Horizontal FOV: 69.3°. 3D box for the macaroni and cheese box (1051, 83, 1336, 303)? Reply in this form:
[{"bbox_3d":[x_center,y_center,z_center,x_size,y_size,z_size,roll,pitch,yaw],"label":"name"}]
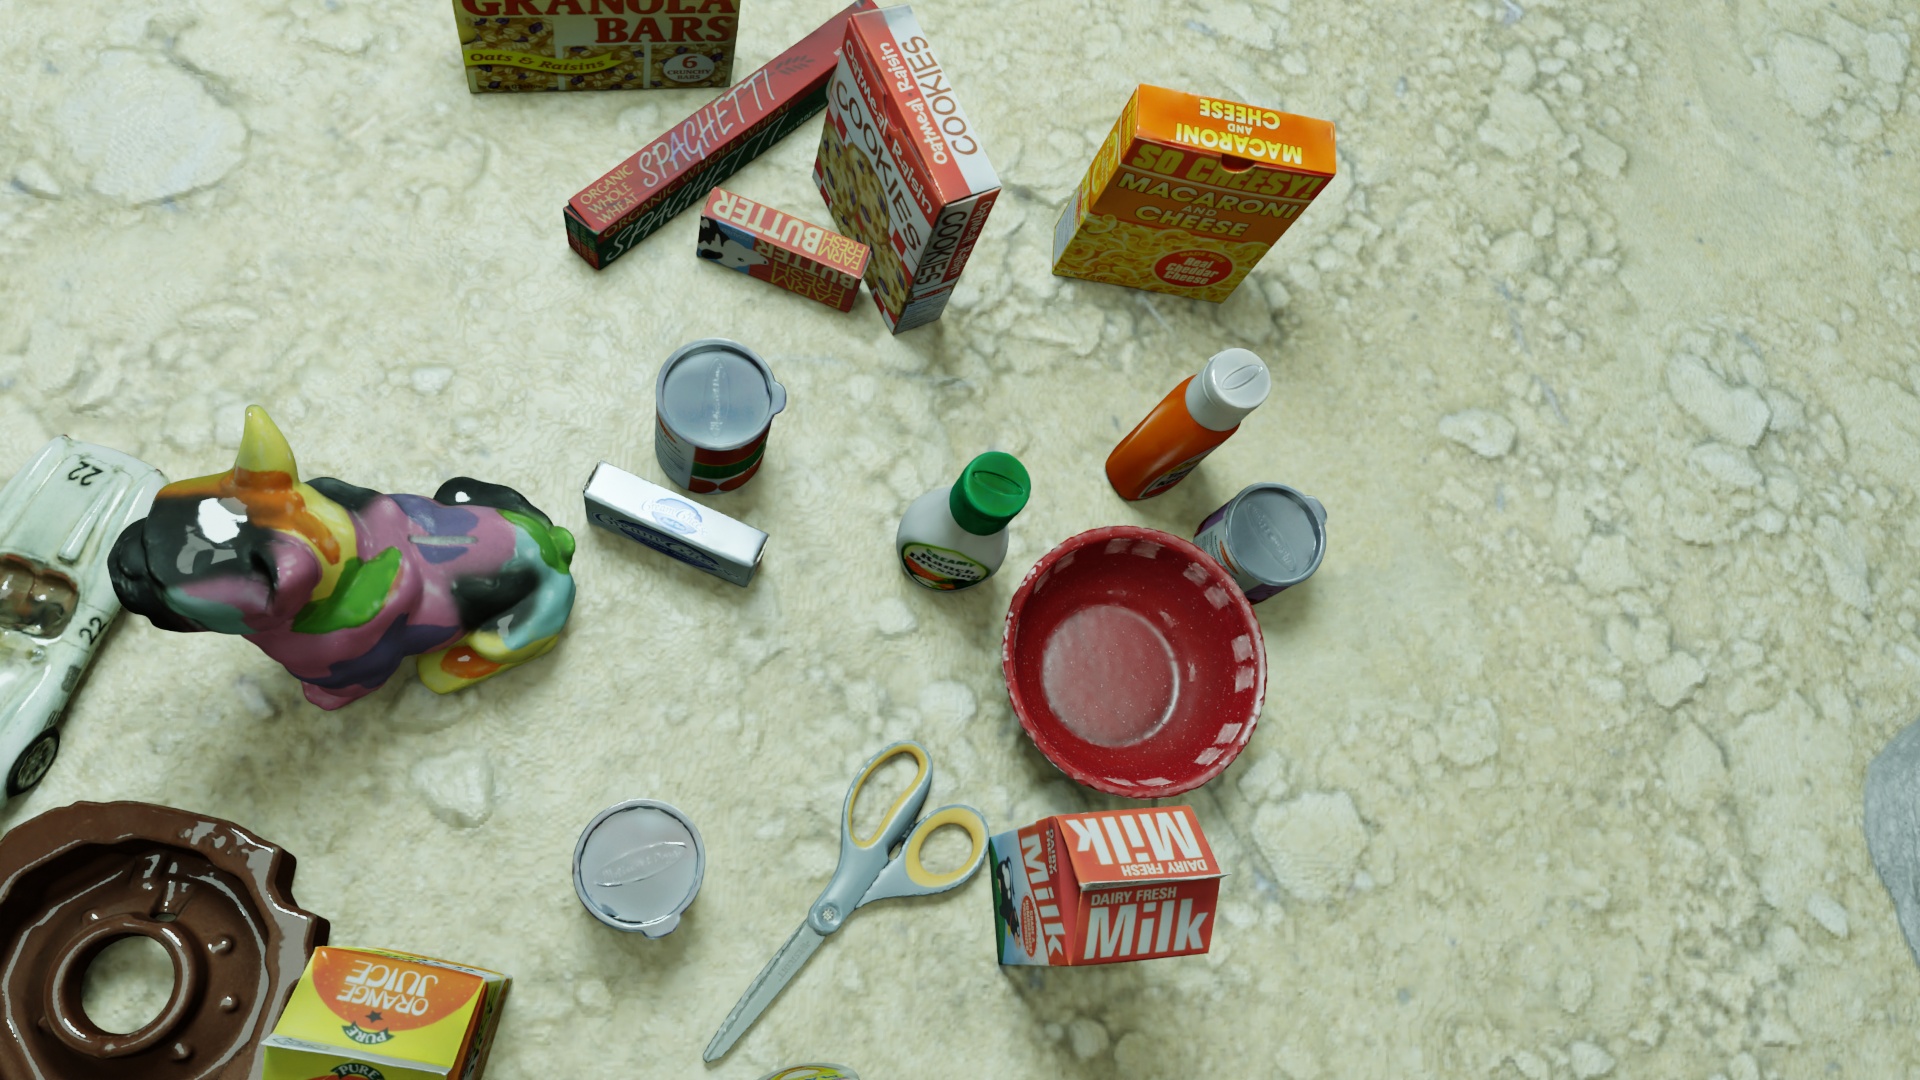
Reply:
[{"bbox_3d":[0.140,-0.209,0.863,0.124,0.166,0.040,7,72,-11],"label":"macaroni and cheese box"}]

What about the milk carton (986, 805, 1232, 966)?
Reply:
[{"bbox_3d":[0.071,0.179,0.714,0.072,0.190,0.073,-1,74,-14],"label":"milk carton"}]

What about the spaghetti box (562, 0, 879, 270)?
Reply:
[{"bbox_3d":[-0.143,-0.258,0.874,0.029,0.050,0.251,46,69,3],"label":"spaghetti box"}]

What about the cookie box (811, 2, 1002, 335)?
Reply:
[{"bbox_3d":[-0.037,-0.213,0.822,0.040,0.167,0.123,-23,80,-18],"label":"cookie box"}]

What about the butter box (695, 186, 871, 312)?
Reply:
[{"bbox_3d":[-0.109,-0.178,0.855,0.103,0.053,0.024,20,70,-7],"label":"butter box"}]

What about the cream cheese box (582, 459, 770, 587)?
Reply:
[{"bbox_3d":[-0.162,-0.008,0.790,0.104,0.053,0.024,24,70,-5],"label":"cream cheese box"}]

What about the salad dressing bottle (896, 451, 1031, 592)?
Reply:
[{"bbox_3d":[0.003,-0.010,0.779,0.064,0.147,0.044,21,70,-7],"label":"salad dressing bottle"}]

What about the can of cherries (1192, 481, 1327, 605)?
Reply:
[{"bbox_3d":[0.187,0.003,0.867,0.071,0.058,0.071,4,73,-12],"label":"can of cherries"}]

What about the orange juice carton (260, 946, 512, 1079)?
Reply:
[{"bbox_3d":[-0.254,0.225,0.622,0.072,0.192,0.073,15,71,-9],"label":"orange juice carton"}]

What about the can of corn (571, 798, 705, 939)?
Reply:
[{"bbox_3d":[-0.168,0.174,0.730,0.071,0.058,0.071,4,73,-12],"label":"can of corn"}]

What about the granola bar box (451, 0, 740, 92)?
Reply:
[{"bbox_3d":[-0.218,-0.321,0.836,0.166,0.123,0.039,-6,75,-15],"label":"granola bar box"}]

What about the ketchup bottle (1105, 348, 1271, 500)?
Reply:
[{"bbox_3d":[0.137,-0.070,0.829,0.065,0.148,0.043,-30,82,-19],"label":"ketchup bottle"}]

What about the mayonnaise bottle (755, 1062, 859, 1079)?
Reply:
[{"bbox_3d":[-0.071,0.281,0.672,0.065,0.147,0.041,-7,76,-15],"label":"mayonnaise bottle"}]

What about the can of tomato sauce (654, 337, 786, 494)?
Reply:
[{"bbox_3d":[-0.140,-0.070,0.799,0.071,0.083,0.071,4,73,-12],"label":"can of tomato sauce"}]
